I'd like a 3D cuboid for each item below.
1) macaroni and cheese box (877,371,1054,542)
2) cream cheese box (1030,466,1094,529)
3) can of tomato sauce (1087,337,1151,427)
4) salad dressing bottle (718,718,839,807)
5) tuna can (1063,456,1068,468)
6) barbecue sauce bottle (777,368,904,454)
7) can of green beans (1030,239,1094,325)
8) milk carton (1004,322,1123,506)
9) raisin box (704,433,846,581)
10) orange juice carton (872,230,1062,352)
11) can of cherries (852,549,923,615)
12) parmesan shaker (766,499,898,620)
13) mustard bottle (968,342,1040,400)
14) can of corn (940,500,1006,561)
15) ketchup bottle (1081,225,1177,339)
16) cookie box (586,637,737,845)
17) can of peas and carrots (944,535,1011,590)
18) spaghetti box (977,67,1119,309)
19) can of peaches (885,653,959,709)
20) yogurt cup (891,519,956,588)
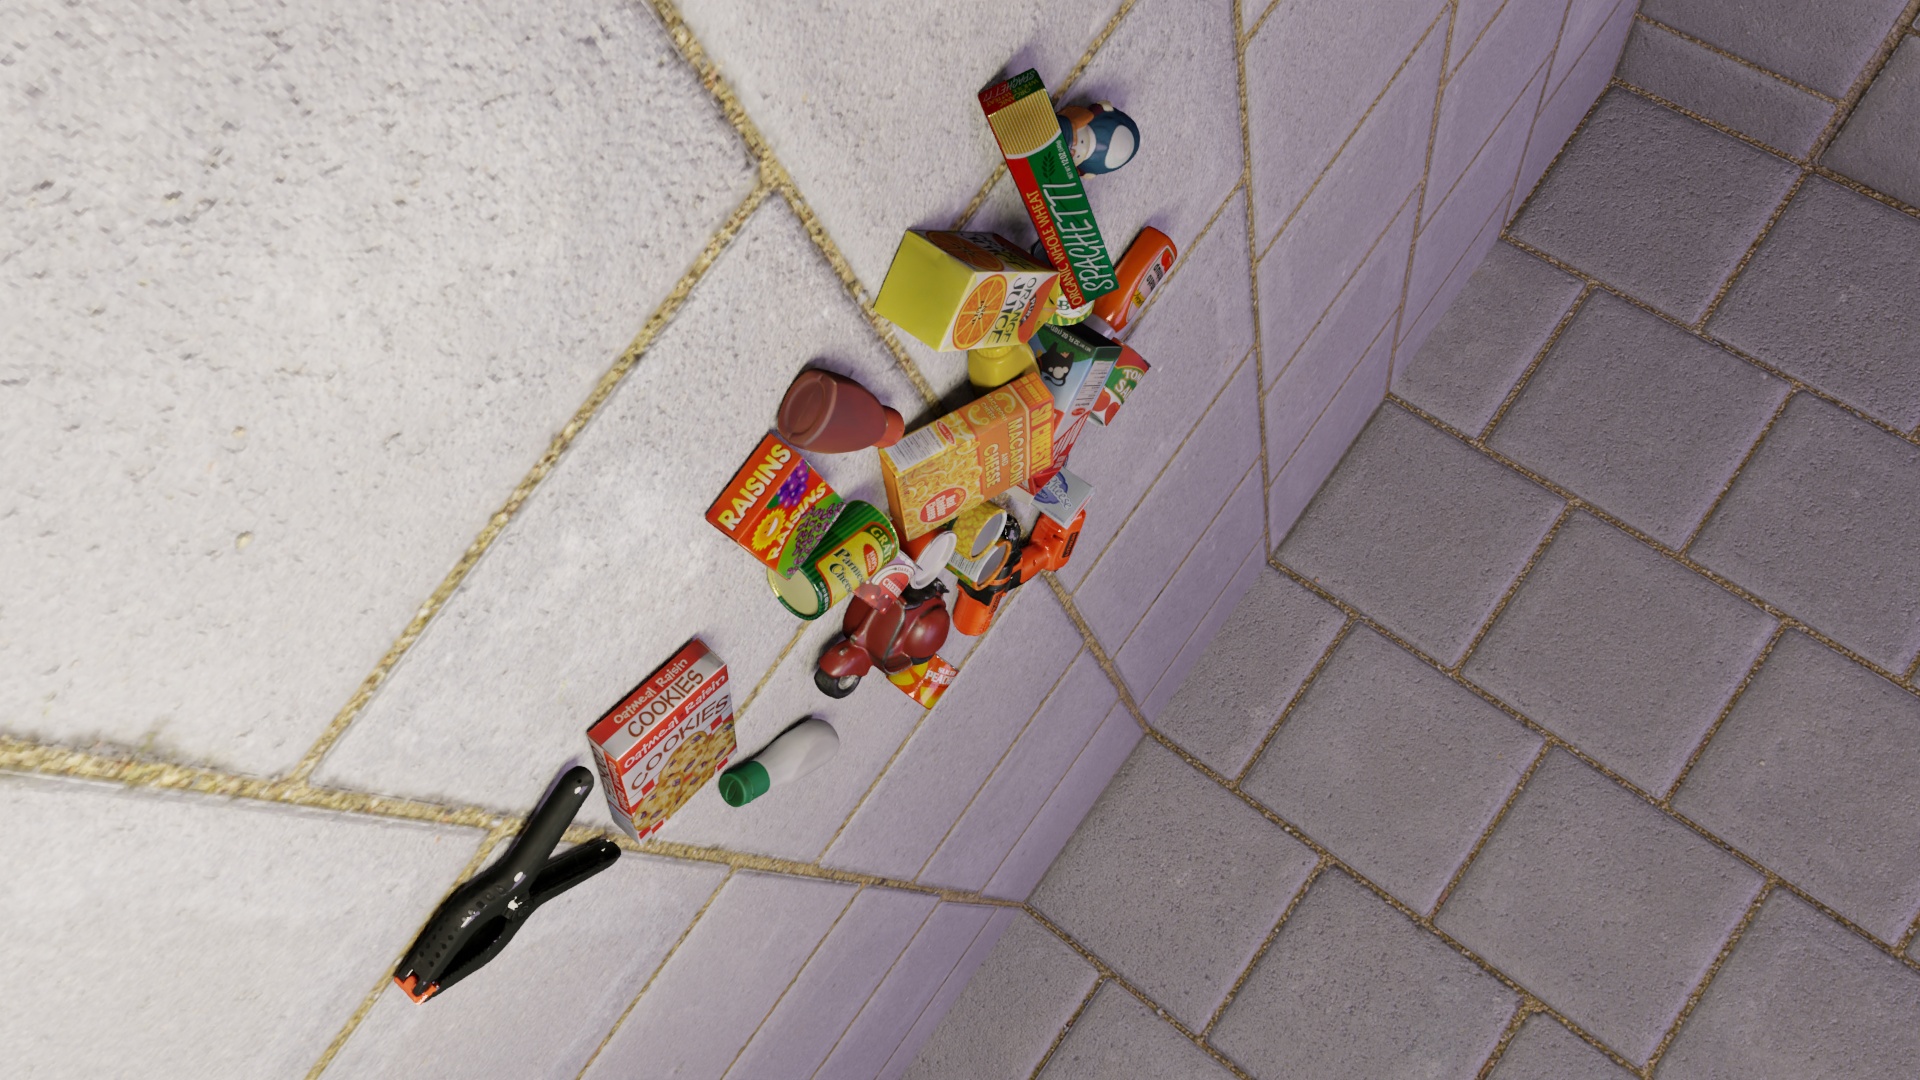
[{"bbox_3d":[0.008,-0.079,1.317,0.167,0.040,0.123,-28,153,-12],"label":"macaroni and cheese box"},{"bbox_3d":[0.089,-0.063,1.509,0.053,0.104,0.024,-52,164,-6],"label":"cream cheese box"},{"bbox_3d":[0.161,-0.176,1.545,0.083,0.071,0.071,-54,160,-4],"label":"can of tomato sauce"},{"bbox_3d":[-0.186,0.230,1.431,0.148,0.044,0.064,-23,145,-54],"label":"salad dressing bottle"},{"bbox_3d":[0.091,-0.084,1.584,0.071,0.033,0.070,-46,158,-25],"label":"tuna can"},{"bbox_3d":[-0.091,-0.099,1.130,0.064,0.044,0.148,-61,160,9],"label":"barbecue sauce bottle"},{"bbox_3d":[0.096,-0.244,1.297,0.071,0.071,0.057,-44,157,-29],"label":"can of green beans"},{"bbox_3d":[0.084,-0.133,1.437,0.073,0.072,0.189,-14,133,-61],"label":"milk carton"},{"bbox_3d":[-0.147,-0.025,1.125,0.086,0.040,0.123,-53,161,-6],"label":"raisin box"},{"bbox_3d":[0.017,-0.210,1.162,0.193,0.072,0.072,-18,139,-59],"label":"orange juice carton"},{"bbox_3d":[-0.080,0.030,1.318,0.058,0.071,0.071,-53,160,-6],"label":"can of cherries"},{"bbox_3d":[-0.112,0.020,1.231,0.103,0.071,0.071,-39,155,-37],"label":"parmesan shaker"},{"bbox_3d":[0.037,-0.171,1.303,0.065,0.049,0.159,-45,158,-11],"label":"mustard bottle"},{"bbox_3d":[0.005,-0.018,1.454,0.071,0.058,0.070,-46,158,-25],"label":"can of corn"},{"bbox_3d":[0.171,-0.260,1.478,0.149,0.043,0.064,-54,160,-4],"label":"ketchup bottle"},{"bbox_3d":[-0.253,0.175,1.196,0.123,0.040,0.166,-44,158,-29],"label":"cookie box"},{"bbox_3d":[0.015,0.013,1.525,0.071,0.059,0.070,-46,158,-24],"label":"can of peas and carrots"},{"bbox_3d":[0.078,-0.281,1.147,0.050,0.029,0.249,-24,146,7],"label":"spaghetti box"},{"bbox_3d":[-0.043,0.155,1.599,0.058,0.071,0.071,-53,160,-5],"label":"can of peaches"},{"bbox_3d":[-0.045,0.006,1.384,0.073,0.054,0.072,-46,158,-24],"label":"yogurt cup"}]
